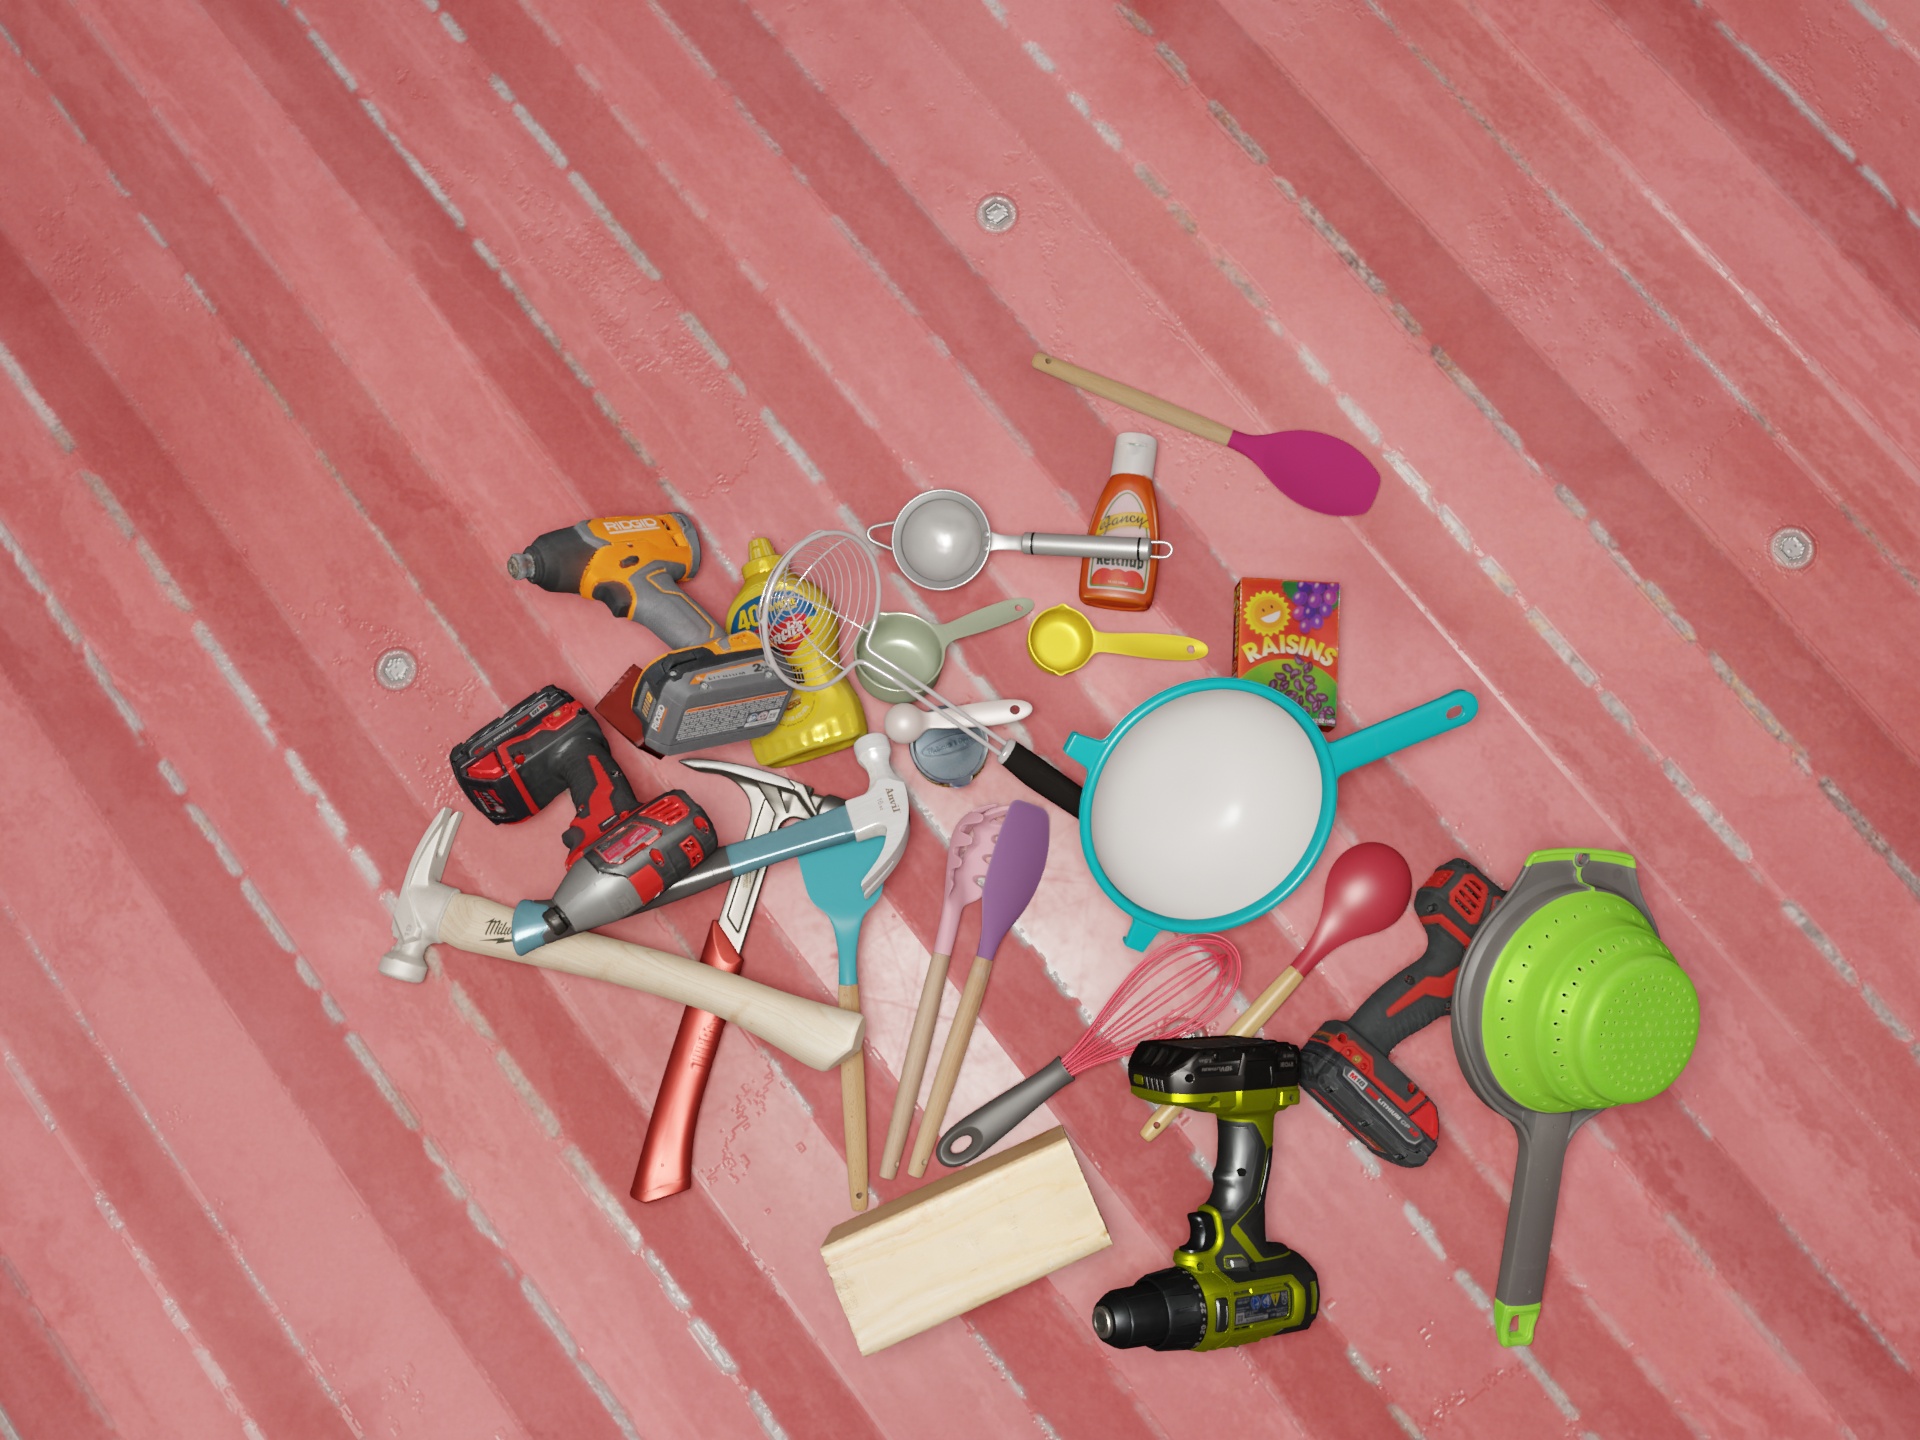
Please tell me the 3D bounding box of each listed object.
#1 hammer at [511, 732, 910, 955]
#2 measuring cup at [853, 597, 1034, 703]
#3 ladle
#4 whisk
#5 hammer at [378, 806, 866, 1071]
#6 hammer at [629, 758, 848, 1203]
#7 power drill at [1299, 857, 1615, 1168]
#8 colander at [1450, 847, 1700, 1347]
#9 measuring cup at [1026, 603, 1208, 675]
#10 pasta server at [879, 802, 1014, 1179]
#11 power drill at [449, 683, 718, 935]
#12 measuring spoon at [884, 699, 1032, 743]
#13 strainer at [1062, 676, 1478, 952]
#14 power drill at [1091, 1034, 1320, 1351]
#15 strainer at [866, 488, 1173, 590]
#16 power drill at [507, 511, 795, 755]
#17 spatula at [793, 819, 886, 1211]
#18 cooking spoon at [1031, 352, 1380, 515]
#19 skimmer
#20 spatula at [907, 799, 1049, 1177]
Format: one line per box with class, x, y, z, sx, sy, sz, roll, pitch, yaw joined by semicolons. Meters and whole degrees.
hammer;-0.197;0.116;1.271;0.331;0.033;0.128;-18;63;-6
measuring cup;-0.013;-0.065;1.353;0.167;0.038;0.083;-22;67;-19
ladle;0.255;0.223;1.296;0.069;0.031;0.315;43;86;7
whisk;0.102;0.269;1.280;0.296;0.073;0.073;-36;81;2
hammer;-0.269;0.188;1.286;0.411;0.038;0.146;14;81;13
hammer;-0.211;0.214;1.310;0.149;0.036;0.359;16;81;5
power drill;0.395;0.247;1.261;0.188;0.080;0.227;43;80;1
colander;0.468;0.299;1.193;0.204;0.094;0.397;3;97;-22
measuring cup;0.132;-0.063;1.353;0.156;0.029;0.062;4;81;-9
pasta server;-0.016;0.219;1.300;0.040;0.060;0.316;9;82;39
power drill;-0.304;0.075;1.256;0.143;0.078;0.220;-38;50;-20
measuring spoon;-0.002;-0.004;1.311;0.124;0.018;0.034;-7;80;1
strainer;0.246;0.035;1.285;0.340;0.095;0.211;-21;109;-7
power drill;0.184;0.361;1.207;0.190;0.080;0.228;4;84;-30
strainer;0.050;-0.148;1.337;0.258;0.050;0.087;5;89;15
power drill;-0.252;-0.079;1.277;0.164;0.084;0.227;-12;52;-40
spatula;-0.089;0.238;1.293;0.082;0.044;0.317;-3;91;-9
cooking spoon;0.210;-0.255;1.379;0.319;0.017;0.069;23;81;5
skimmer;-0.003;-0.012;1.258;0.363;0.090;0.127;35;74;-12
spatula;0.013;0.220;1.302;0.059;0.018;0.316;23;83;-37
